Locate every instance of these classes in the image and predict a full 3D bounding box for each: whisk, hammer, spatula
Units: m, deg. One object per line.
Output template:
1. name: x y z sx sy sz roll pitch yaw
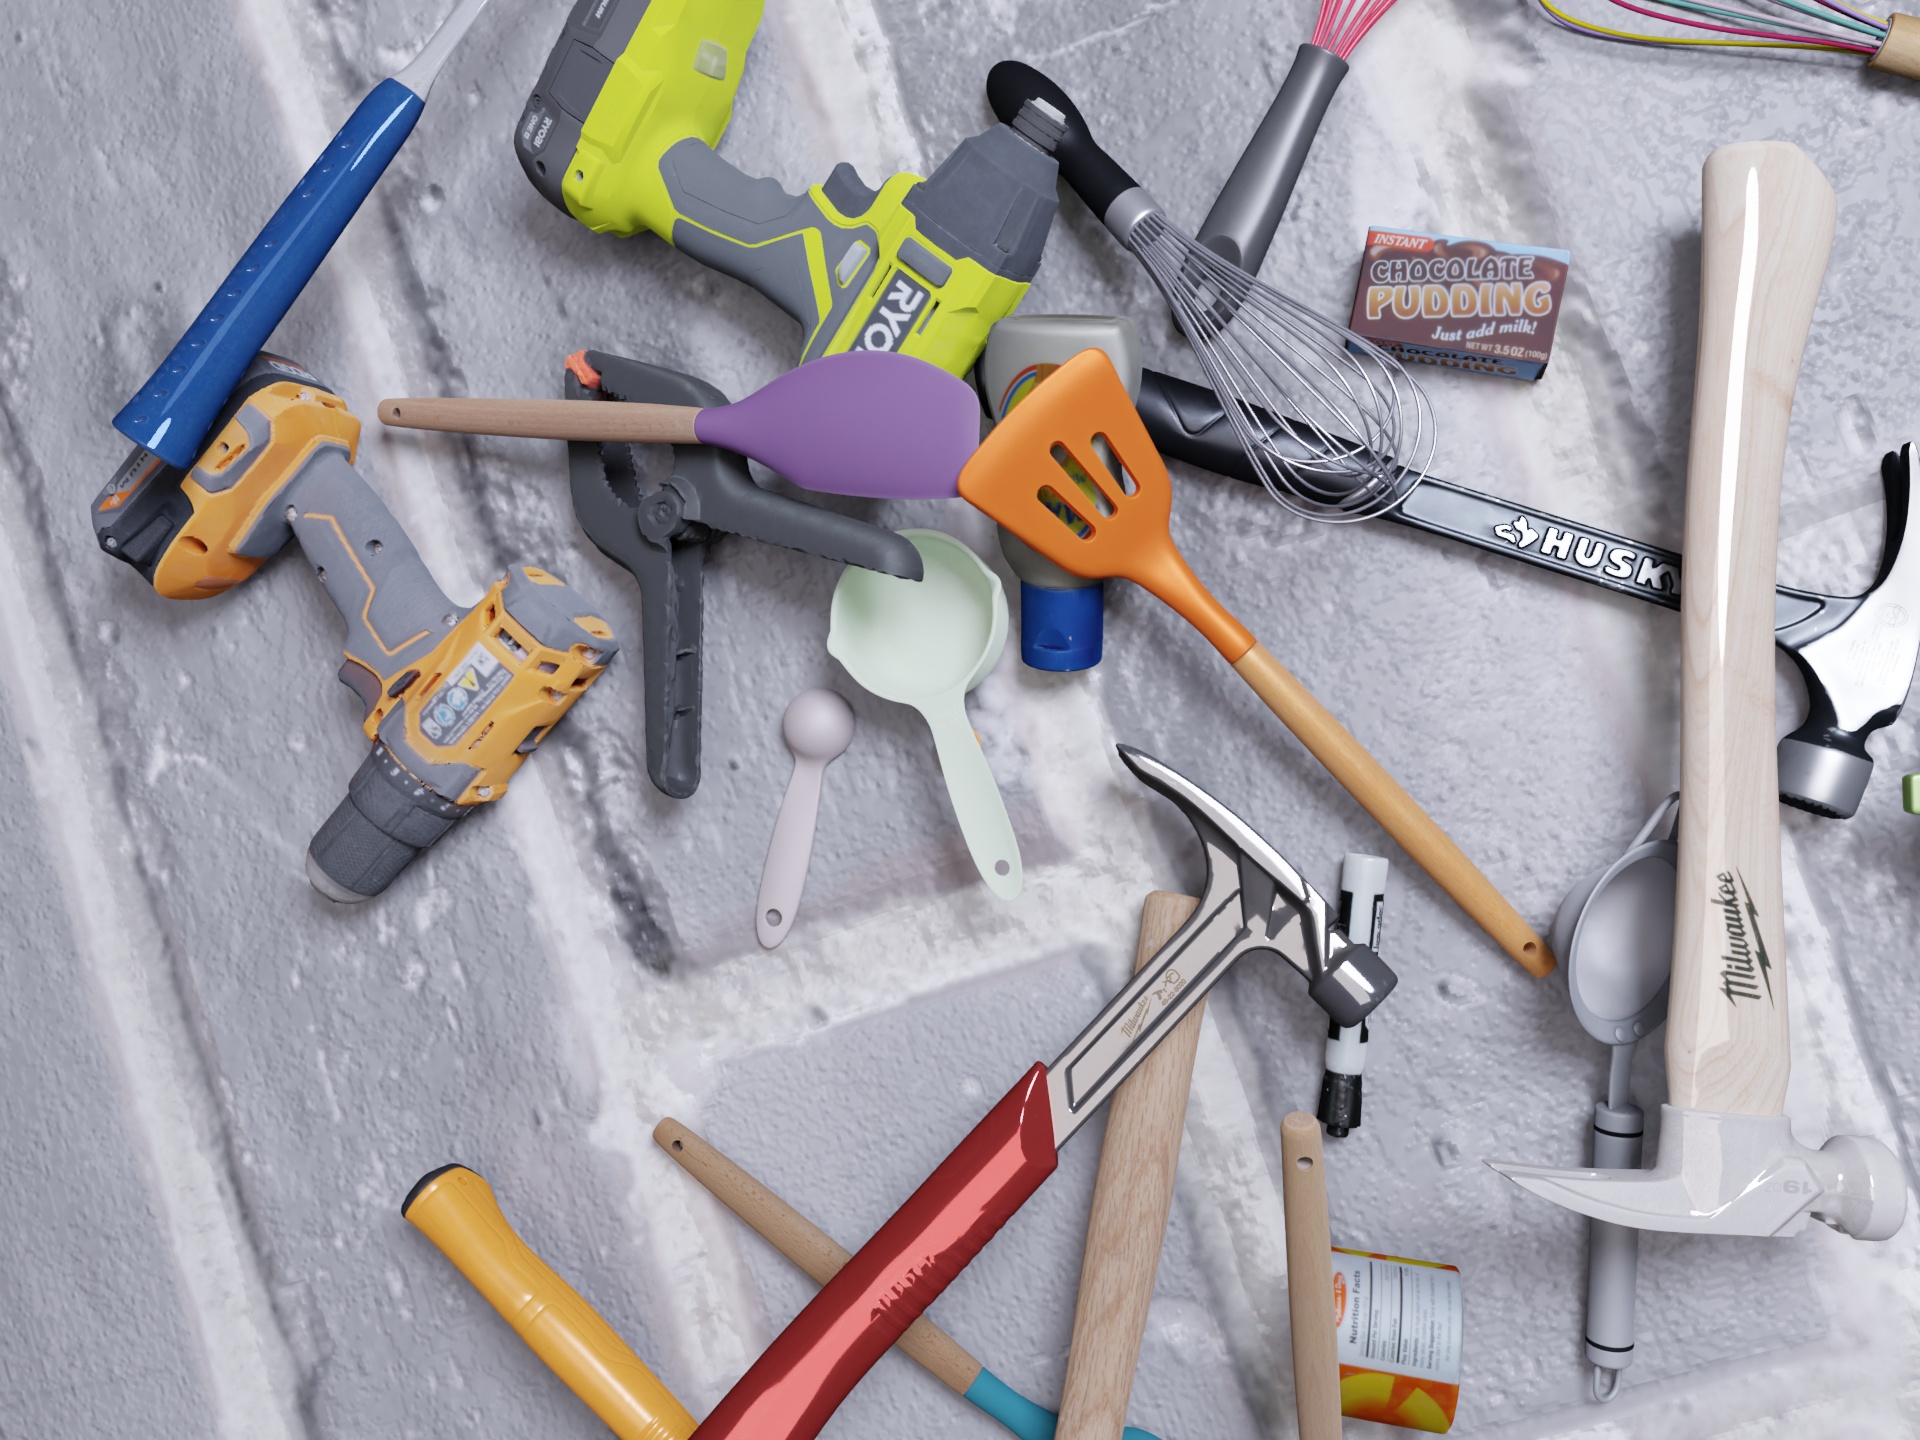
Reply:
1. whisk: 0.164 -0.299 0.673 0.073 0.073 0.296 29 101 11
2. hammer: 0.193 -0.099 0.673 0.409 0.036 0.149 21 92 12
3. hammer: 0.004 0.181 0.652 0.149 0.036 0.359 43 87 14
4. hammer: -0.240 -0.287 0.703 0.144 0.035 0.405 32 86 41
5. whisk: 0.091 -0.188 0.663 0.070 0.070 0.285 -40 65 9
6. spatula: -0.016 0.277 0.705 0.317 0.044 0.082 35 88 12
7. spatula: -0.134 -0.132 0.698 0.316 0.018 0.059 7 102 25
8. hammer: -0.131 0.322 0.701 0.337 0.127 0.034 39 97 16
9. whisk: 0.350 -0.284 0.640 0.245 0.051 0.047 20 88 8
10. hammer: 0.282 -0.016 0.603 0.146 0.038 0.411 4 86 -2
11. spatula: 0.134 -0.010 0.653 0.081 0.041 0.322 -44 93 1
12. hammer: 0.068 0.237 0.667 0.130 0.031 0.331 10 81 12

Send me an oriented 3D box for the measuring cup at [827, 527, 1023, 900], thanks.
1. measuring cup: -0.001 -0.002 0.698 0.083 0.038 0.168 -21 83 14

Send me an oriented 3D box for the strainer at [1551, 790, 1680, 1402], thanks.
1. strainer: 0.267 0.155 0.650 0.086 0.050 0.258 -2 95 -31

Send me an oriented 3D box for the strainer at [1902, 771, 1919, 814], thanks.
1. strainer: 0.485 0.064 0.591 0.151 0.069 0.256 -43 82 6

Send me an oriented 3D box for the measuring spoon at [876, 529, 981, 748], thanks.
1. measuring spoon: -0.016 -0.033 0.729 0.021 0.011 0.117 -22 81 14

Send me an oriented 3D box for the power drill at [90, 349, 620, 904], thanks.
1. power drill: -0.299 -0.041 0.754 0.226 0.084 0.185 42 98 5

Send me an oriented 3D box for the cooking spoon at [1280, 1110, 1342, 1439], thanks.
1. cooking spoon: 0.143 0.289 0.629 0.069 0.017 0.318 -4 112 10

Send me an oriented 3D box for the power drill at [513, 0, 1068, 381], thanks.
1. power drill: -0.071 -0.235 0.691 0.223 0.080 0.171 40 112 12

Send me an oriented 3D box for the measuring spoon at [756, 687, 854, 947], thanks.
1. measuring spoon: -0.077 0.046 0.734 0.034 0.018 0.124 13 93 11
